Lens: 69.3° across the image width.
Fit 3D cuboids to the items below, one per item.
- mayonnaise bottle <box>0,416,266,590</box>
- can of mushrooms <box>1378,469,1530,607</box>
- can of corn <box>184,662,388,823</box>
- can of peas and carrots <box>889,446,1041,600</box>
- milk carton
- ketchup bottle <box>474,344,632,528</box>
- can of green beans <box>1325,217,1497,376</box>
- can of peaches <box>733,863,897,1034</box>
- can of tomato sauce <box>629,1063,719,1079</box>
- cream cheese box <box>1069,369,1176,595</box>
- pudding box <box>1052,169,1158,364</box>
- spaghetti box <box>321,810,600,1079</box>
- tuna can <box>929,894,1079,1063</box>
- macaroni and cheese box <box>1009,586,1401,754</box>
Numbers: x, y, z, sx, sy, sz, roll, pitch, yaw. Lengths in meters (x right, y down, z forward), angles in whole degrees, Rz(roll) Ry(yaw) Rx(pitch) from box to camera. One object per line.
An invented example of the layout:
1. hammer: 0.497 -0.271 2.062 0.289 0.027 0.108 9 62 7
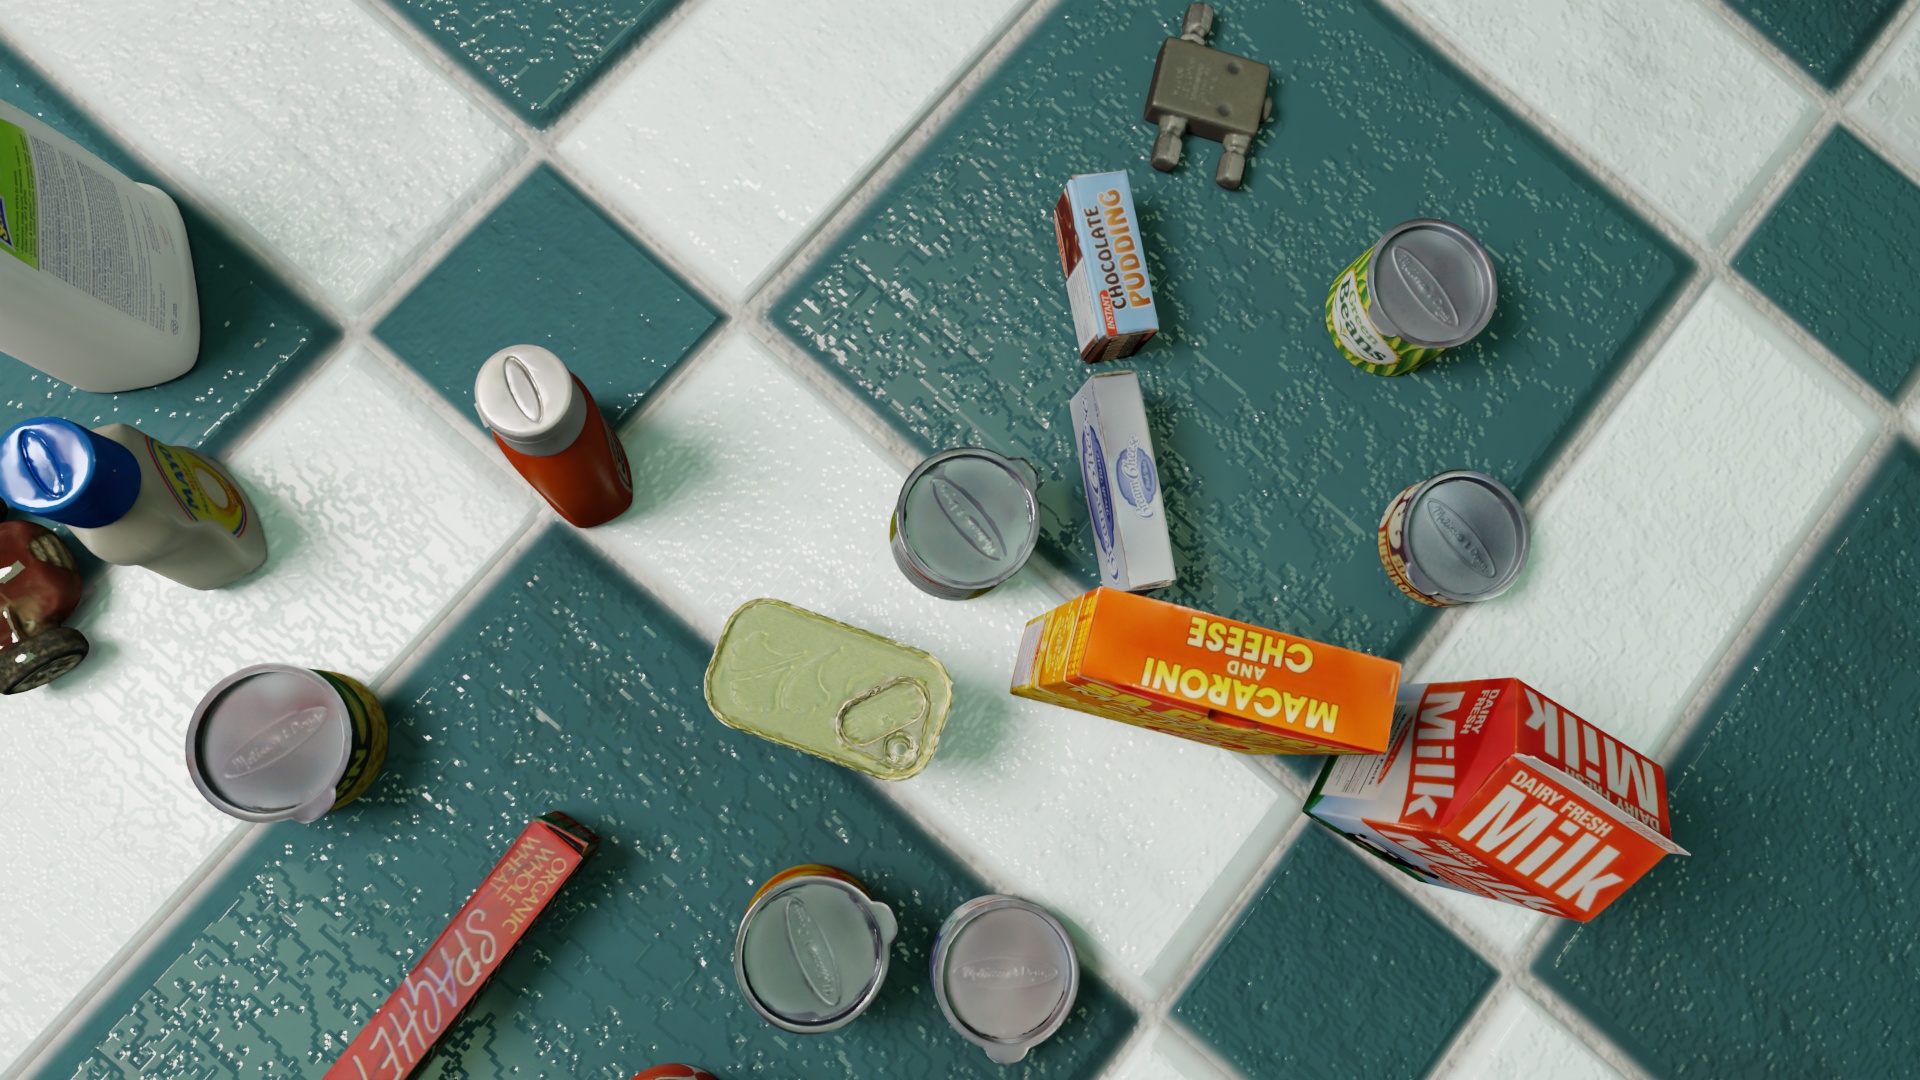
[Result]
1. mayonnaise bottle: -0.337 -0.017 0.570 0.041 0.148 0.065 -29 86 -10
2. can of mushrooms: 0.244 0.001 0.695 0.071 0.033 0.071 1 81 -7
3. can of corn: -0.289 0.090 0.605 0.071 0.058 0.071 1 82 -7
4. can of peas and carrots: 0.002 -0.008 0.655 0.071 0.058 0.071 1 82 -7
5. milk carton: 0.225 0.108 0.597 0.072 0.190 0.073 31 80 -2
6. ketchup bottle: -0.173 -0.046 0.594 0.043 0.148 0.065 -26 86 -9
7. can of green beans: 0.225 -0.121 0.699 0.071 0.057 0.071 1 82 -7
8. can of peaches: -0.064 0.179 0.619 0.071 0.058 0.071 1 82 -7
9. can of tomato sauce: -0.126 0.262 0.586 0.071 0.083 0.071 1 82 -7
10. cream cheese box: 0.077 -0.025 0.669 0.024 0.053 0.104 -9 83 -8
11. pudding box: 0.071 -0.135 0.687 0.030 0.049 0.084 -10 83 -8
12. spaghetti box: -0.246 0.223 0.594 0.029 0.050 0.250 38 79 0
13. tuna can: 0.019 0.200 0.638 0.071 0.032 0.071 1 81 -7
14. macaroni and cheese box: 0.096 0.061 0.601 0.124 0.166 0.040 15 81 -4
